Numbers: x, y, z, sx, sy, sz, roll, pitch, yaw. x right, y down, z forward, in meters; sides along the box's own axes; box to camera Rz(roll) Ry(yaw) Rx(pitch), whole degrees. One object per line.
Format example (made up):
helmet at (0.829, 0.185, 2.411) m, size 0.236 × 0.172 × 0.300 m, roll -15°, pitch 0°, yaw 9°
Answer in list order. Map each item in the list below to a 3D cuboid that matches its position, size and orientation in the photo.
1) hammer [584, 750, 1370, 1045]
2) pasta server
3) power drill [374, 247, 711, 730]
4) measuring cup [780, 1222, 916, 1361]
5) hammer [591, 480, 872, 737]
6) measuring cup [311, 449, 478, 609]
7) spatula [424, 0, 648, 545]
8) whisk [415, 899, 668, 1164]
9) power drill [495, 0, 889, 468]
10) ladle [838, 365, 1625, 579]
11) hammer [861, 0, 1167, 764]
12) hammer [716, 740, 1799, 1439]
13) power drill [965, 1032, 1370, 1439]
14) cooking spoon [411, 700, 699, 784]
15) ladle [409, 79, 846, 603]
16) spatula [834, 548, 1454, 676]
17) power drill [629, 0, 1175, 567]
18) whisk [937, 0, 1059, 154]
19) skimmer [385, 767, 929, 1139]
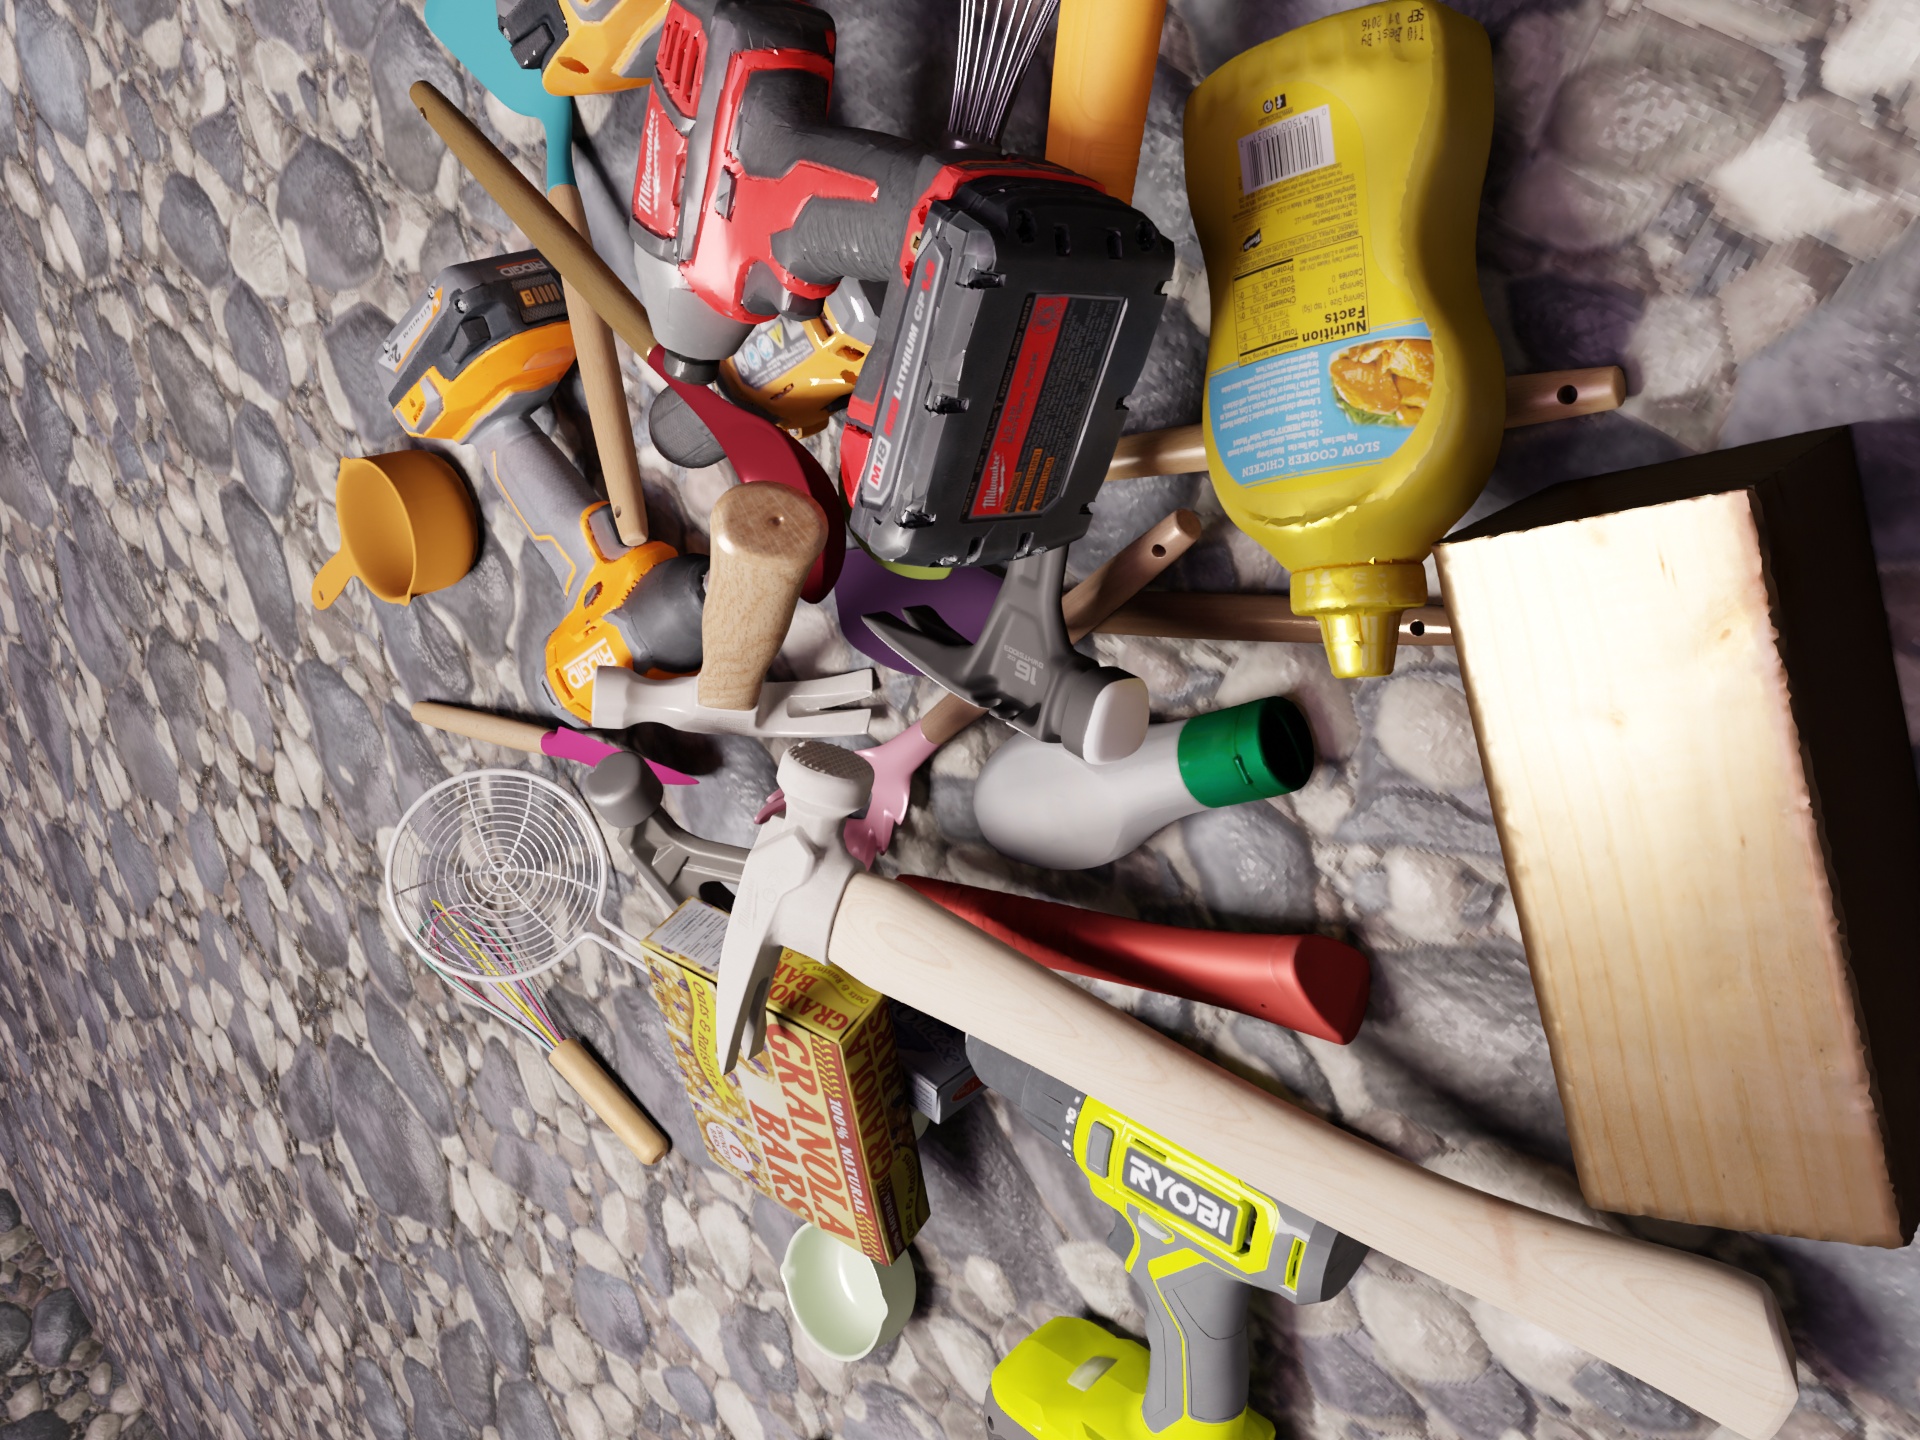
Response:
hammer at (0.001, 0.090, 0.699) m, size 0.359 × 0.037 × 0.148 m, roll 8°, pitch 145°, yaw 31°
pasta server at (-0.001, -0.002, 0.680) m, size 0.060 × 0.040 × 0.316 m, roll 42°, pitch 141°, yaw -7°
power drill at (-0.193, -0.118, 0.806) m, size 0.164 × 0.084 × 0.226 m, roll -23°, pitch 95°, yaw 47°
measuring cup at (-0.058, 0.264, 0.877) m, size 0.083 × 0.038 × 0.167 m, roll 1°, pitch 91°, yaw 41°
hammer at (-0.085, -0.032, 0.636) m, size 0.331 × 0.130 × 0.031 m, roll 140°, pitch 134°, yaw -75°
measuring cup at (-0.355, -0.107, 0.988) m, size 0.173 × 0.052 × 0.095 m, roll -25°, pitch 90°, yaw 49°
spatula at (-0.194, -0.228, 0.751) m, size 0.082 × 0.044 × 0.318 m, roll -30°, pitch 69°, yaw 44°
whisk at (-0.280, 0.203, 1.055) m, size 0.245 × 0.051 × 0.047 m, roll 41°, pitch 126°, yaw 21°
power drill at (-0.112, -0.226, 0.682) m, size 0.185 × 0.084 × 0.226 m, roll -20°, pitch 97°, yaw 49°
ladle at (0.079, -0.099, 0.584) m, size 0.320 × 0.062 × 0.078 m, roll -2°, pitch 101°, yaw 38°
hammer at (0.035, -0.160, 0.522) m, size 0.127 × 0.034 × 0.336 m, roll 30°, pitch 121°, yaw 42°
hammer at (0.088, 0.151, 0.590) m, size 0.411 × 0.038 × 0.146 m, roll 24°, pitch 109°, yaw 21°
power drill at (0.075, 0.244, 0.702) m, size 0.191 × 0.080 × 0.228 m, roll 23°, pitch 119°, yaw 35°
cooking spoon at (-0.255, 0.011, 0.947) m, size 0.319 × 0.068 × 0.017 m, roll 9°, pitch 77°, yaw 48°
ladle at (-0.144, -0.172, 0.676) m, size 0.315 × 0.031 × 0.069 m, roll 48°, pitch 150°, yaw 16°
spatula at (0.055, -0.041, 0.639) m, size 0.316 × 0.018 × 0.059 m, roll 5°, pitch 110°, yaw 44°
power drill at (-0.041, -0.146, 0.530) m, size 0.220 × 0.078 × 0.143 m, roll 44°, pitch 129°, yaw 37°
whisk at (0.012, -0.227, 0.552) m, size 0.070 × 0.070 × 0.284 m, roll 34°, pitch 122°, yaw 30°
skimmer at (-0.175, 0.136, 0.885) m, size 0.363 × 0.090 × 0.127 m, roll 23°, pitch 78°, yaw 32°
